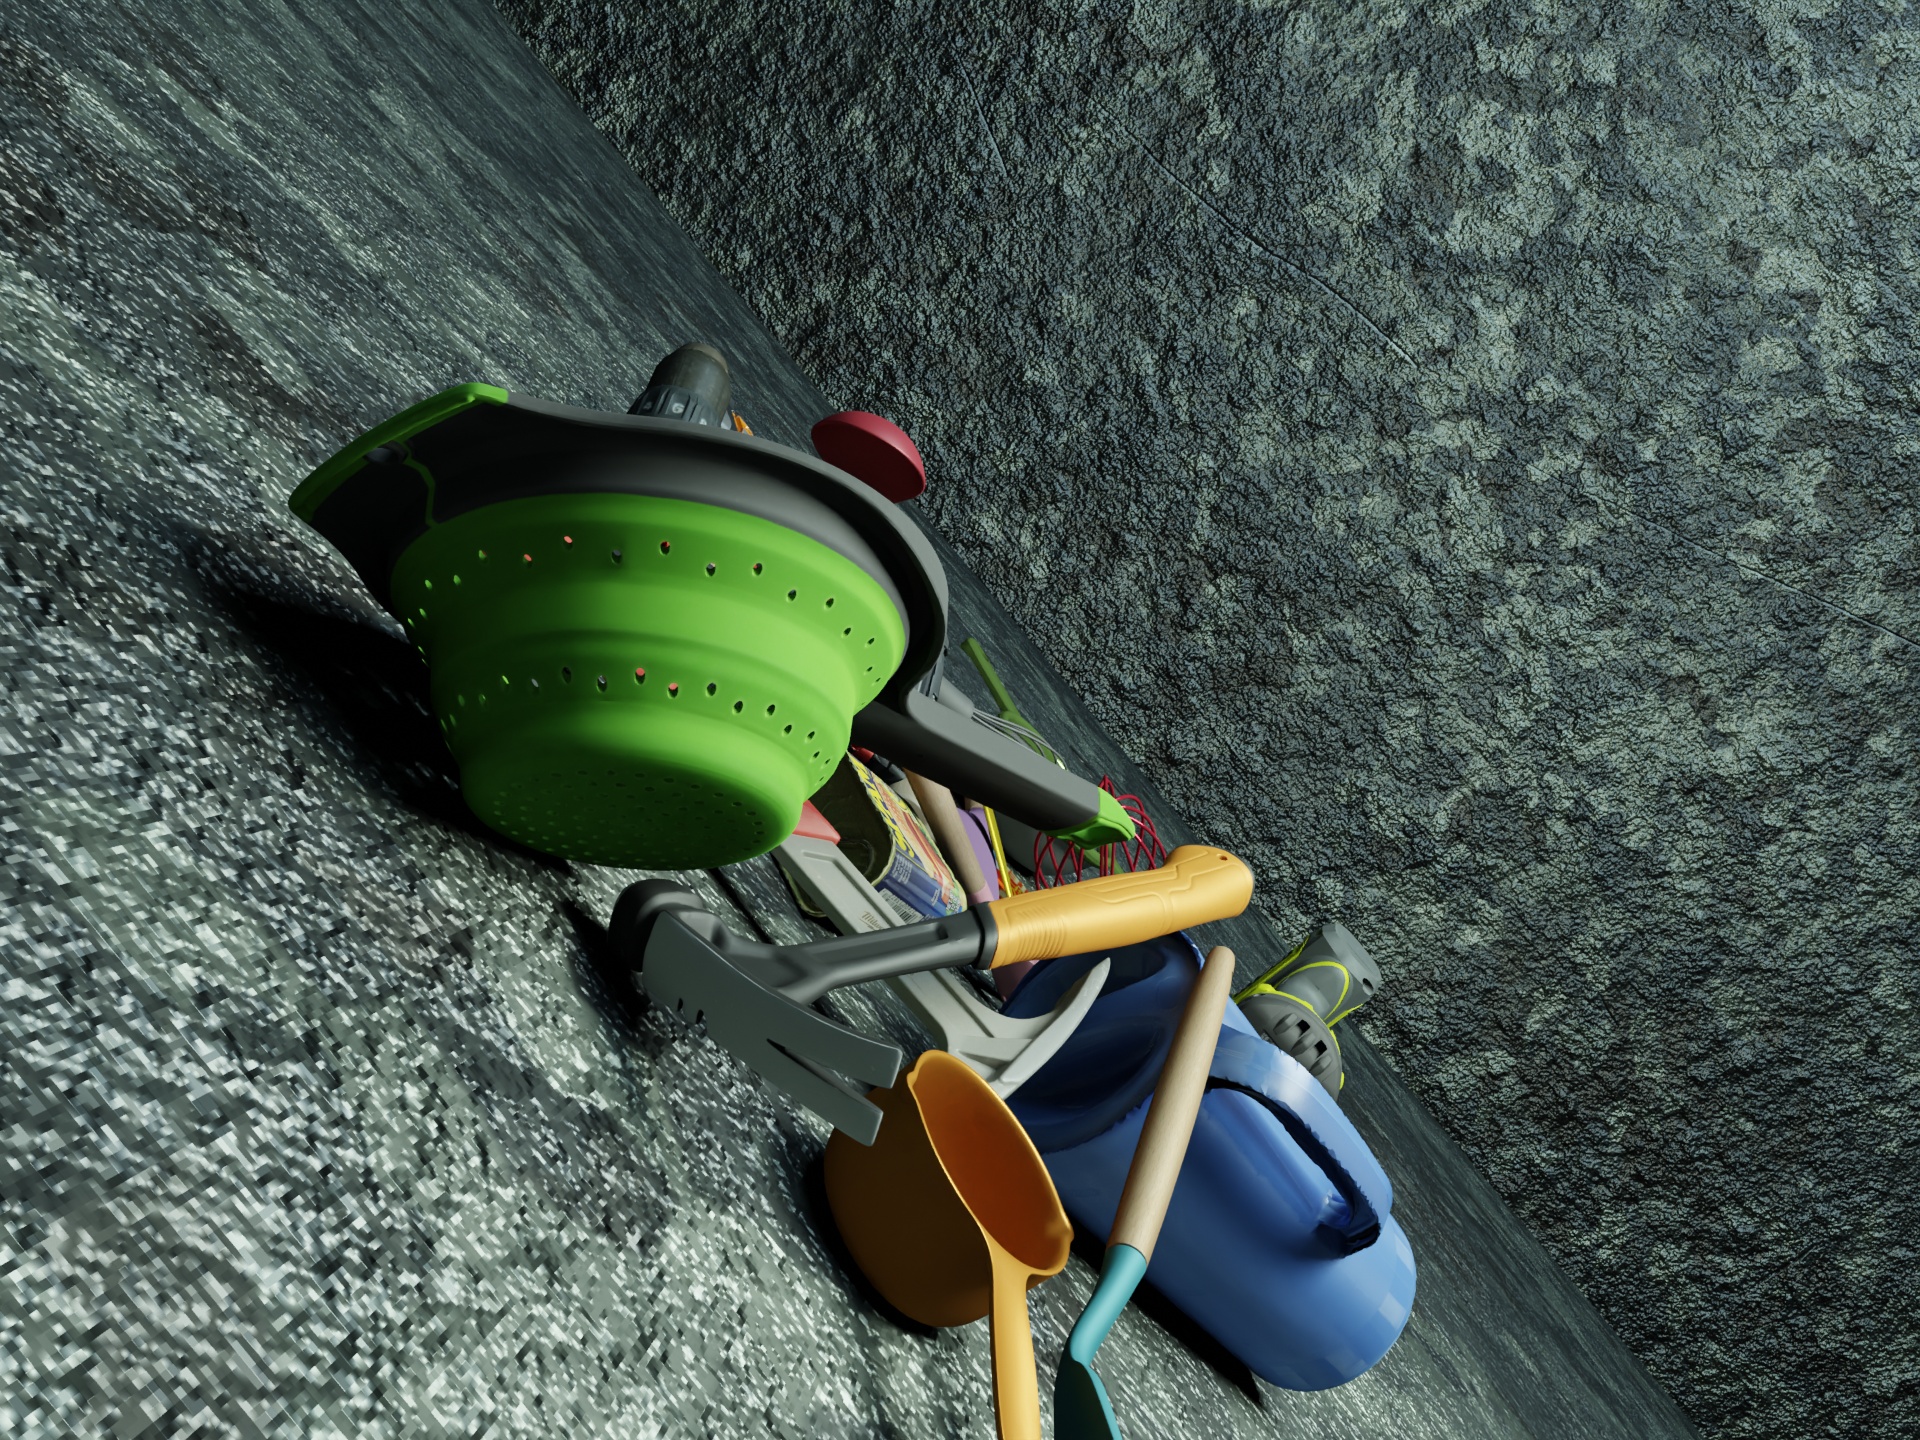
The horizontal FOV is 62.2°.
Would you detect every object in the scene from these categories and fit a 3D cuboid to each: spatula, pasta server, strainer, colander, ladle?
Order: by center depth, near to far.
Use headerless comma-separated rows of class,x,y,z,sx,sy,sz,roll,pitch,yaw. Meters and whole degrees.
spatula,0.076,0.180,0.572,0.044,0.082,0.318,15,32,13
colander,-0.055,0.019,0.597,0.396,0.204,0.095,28,54,-44
pasta server,0.004,0.065,0.860,0.060,0.040,0.316,44,-20,56
ladle,-0.070,-0.095,0.974,0.069,0.031,0.315,26,-27,2
spatula,0.010,0.056,1.098,0.059,0.018,0.316,57,9,-12
strainer,0.035,0.034,1.302,0.151,0.069,0.257,40,17,-49

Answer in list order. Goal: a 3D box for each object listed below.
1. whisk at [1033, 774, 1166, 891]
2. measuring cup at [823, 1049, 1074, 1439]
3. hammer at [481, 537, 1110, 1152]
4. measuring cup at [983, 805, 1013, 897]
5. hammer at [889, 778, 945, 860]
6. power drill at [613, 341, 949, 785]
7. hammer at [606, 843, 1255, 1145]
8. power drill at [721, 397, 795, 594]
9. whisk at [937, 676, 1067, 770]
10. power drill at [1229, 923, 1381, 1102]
whisk,0.082,0.130,0.915,0.073,0.073,0.295,56,-15,36
measuring cup,-0.005,0.187,0.522,0.095,0.052,0.174,47,16,-24
hammer,-0.091,0.020,0.699,0.359,0.036,0.149,47,38,9
measuring cup,0.044,0.108,1.014,0.062,0.029,0.157,54,20,-75
hammer,-0.034,0.018,1.168,0.146,0.038,0.411,48,9,-18
power drill,-0.107,-0.079,0.854,0.226,0.080,0.188,43,41,-33
hammer,0.029,0.086,0.635,0.127,0.034,0.336,27,19,35
power drill,-0.144,-0.139,1.145,0.226,0.084,0.164,50,7,-28
whisk,-0.002,-0.002,1.020,0.238,0.055,0.055,41,12,-40
power drill,0.184,0.218,1.026,0.080,0.171,0.223,51,17,9
